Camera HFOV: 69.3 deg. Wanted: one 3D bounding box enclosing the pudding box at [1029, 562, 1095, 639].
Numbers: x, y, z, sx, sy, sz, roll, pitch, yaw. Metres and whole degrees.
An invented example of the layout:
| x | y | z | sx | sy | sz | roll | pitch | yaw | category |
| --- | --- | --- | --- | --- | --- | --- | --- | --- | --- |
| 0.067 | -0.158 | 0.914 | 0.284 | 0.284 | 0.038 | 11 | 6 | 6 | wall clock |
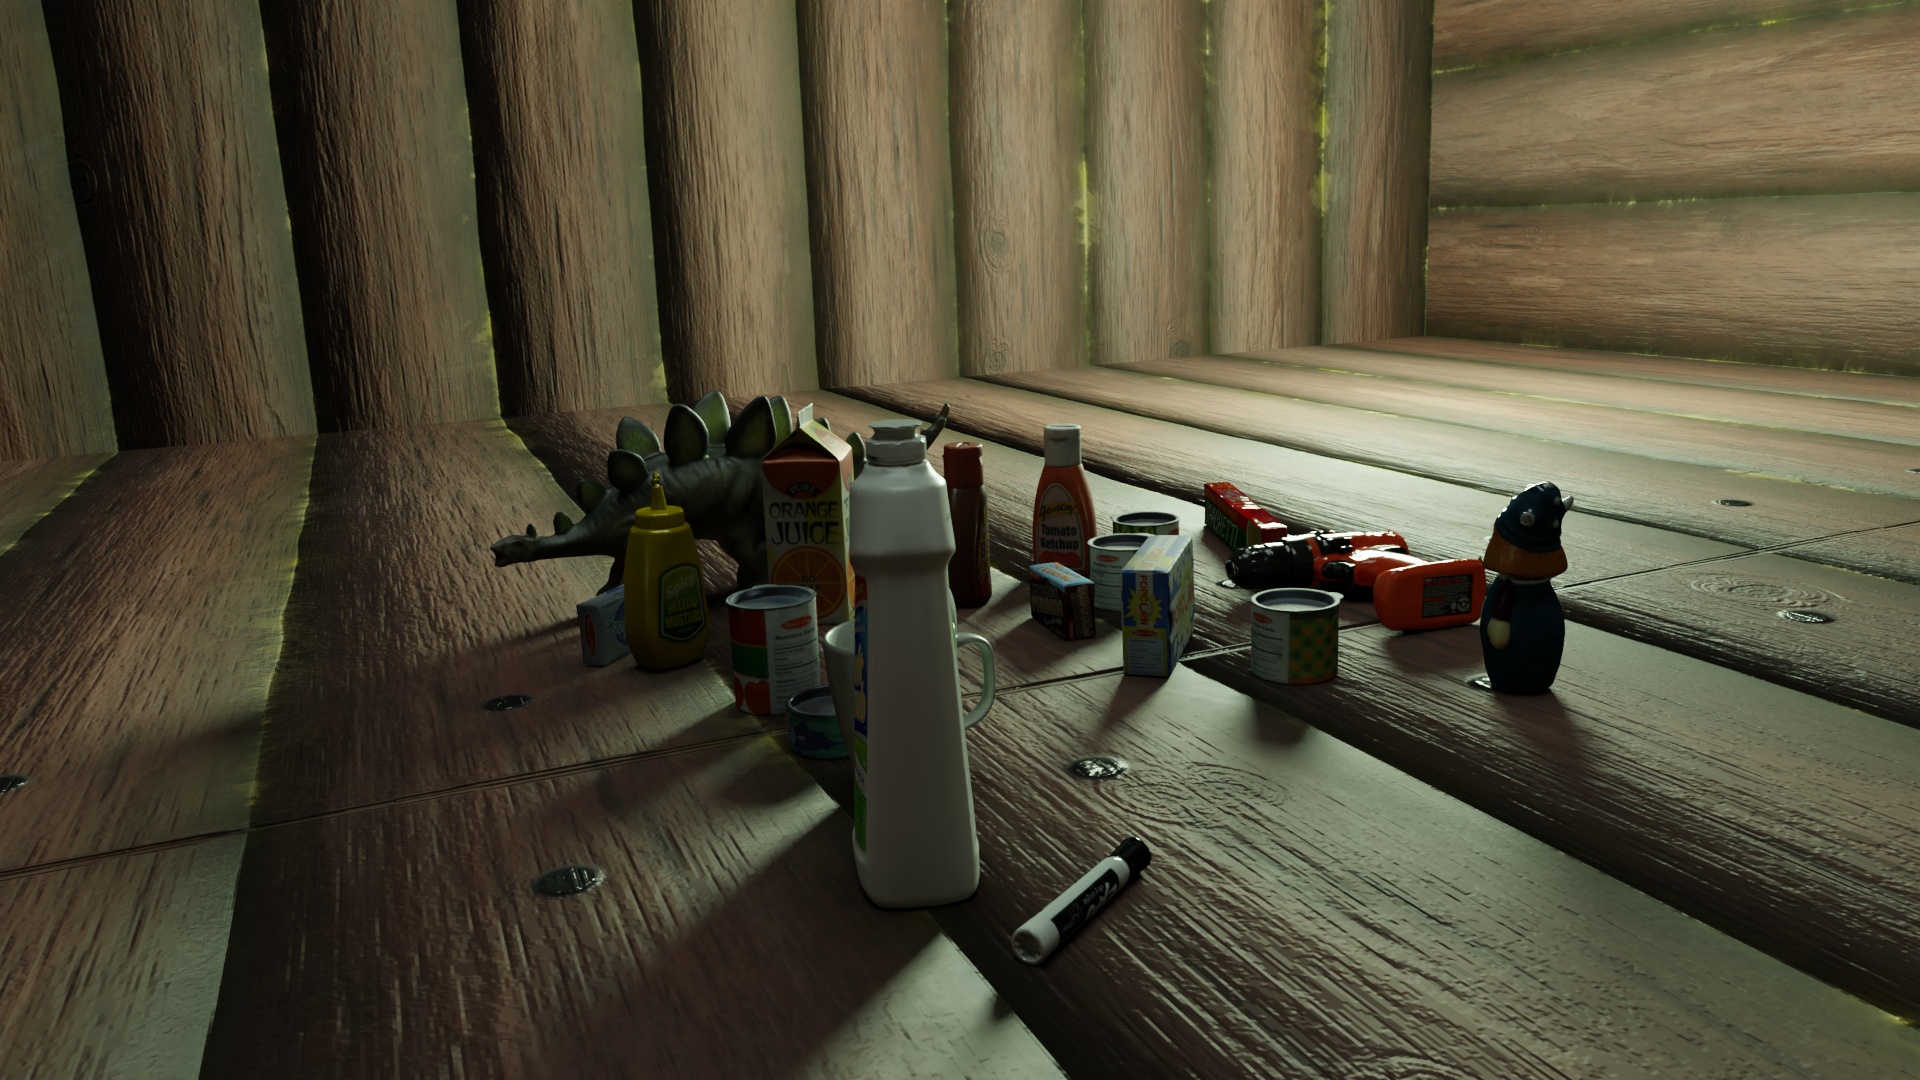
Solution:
| x | y | z | sx | sy | sz | roll | pitch | yaw | category |
| --- | --- | --- | --- | --- | --- | --- | --- | --- | --- |
| 0.088 | 0.051 | 1.202 | 0.030 | 0.049 | 0.084 | -6 | 13 | -17 | pudding box |

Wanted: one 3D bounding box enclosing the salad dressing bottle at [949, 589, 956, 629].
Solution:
| x | y | z | sx | sy | sz | roll | pitch | yaw | category |
| --- | --- | --- | --- | --- | --- | --- | --- | --- | --- |
| -0.036 | 0.031 | 1.097 | 0.064 | 0.147 | 0.044 | 4 | 14 | 27 | salad dressing bottle |

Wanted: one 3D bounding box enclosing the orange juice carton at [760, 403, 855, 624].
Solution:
| x | y | z | sx | sy | sz | roll | pitch | yaw | category |
| --- | --- | --- | --- | --- | --- | --- | --- | --- | --- |
| -0.135 | -0.025 | 1.257 | 0.073 | 0.192 | 0.072 | -1 | 13 | 5 | orange juice carton |

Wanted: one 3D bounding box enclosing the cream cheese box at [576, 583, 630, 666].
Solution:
| x | y | z | sx | sy | sz | roll | pitch | yaw | category |
| --- | --- | --- | --- | --- | --- | --- | --- | --- | --- |
| -0.288 | 0.068 | 1.191 | 0.024 | 0.053 | 0.104 | 2 | 14 | 20 | cream cheese box |

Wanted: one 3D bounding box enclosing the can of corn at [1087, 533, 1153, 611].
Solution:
| x | y | z | sx | sy | sz | roll | pitch | yaw | category |
| --- | --- | --- | --- | --- | --- | --- | --- | --- | --- |
| 0.152 | 0.028 | 1.271 | 0.071 | 0.058 | 0.071 | -2 | 13 | 1 | can of corn |

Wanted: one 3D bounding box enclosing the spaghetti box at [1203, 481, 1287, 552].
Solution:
| x | y | z | sx | sy | sz | roll | pitch | yaw | category |
| --- | --- | --- | --- | --- | --- | --- | --- | --- | --- |
| 0.295 | -0.016 | 1.455 | 0.029 | 0.050 | 0.250 | -3 | 13 | -2 | spaghetti box |

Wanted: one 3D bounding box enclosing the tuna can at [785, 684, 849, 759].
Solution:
| x | y | z | sx | sy | sz | roll | pitch | yaw | category |
| --- | --- | --- | --- | --- | --- | --- | --- | --- | --- |
| -0.084 | 0.124 | 0.955 | 0.071 | 0.032 | 0.071 | -2 | 13 | 1 | tuna can |

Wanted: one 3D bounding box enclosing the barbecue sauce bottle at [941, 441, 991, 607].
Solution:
| x | y | z | sx | sy | sz | roll | pitch | yaw | category |
| --- | --- | --- | --- | --- | --- | --- | --- | --- | --- |
| 0.005 | -0.016 | 1.290 | 0.044 | 0.148 | 0.065 | 0 | 13 | 9 | barbecue sauce bottle |

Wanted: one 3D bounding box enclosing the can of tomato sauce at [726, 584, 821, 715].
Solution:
| x | y | z | sx | sy | sz | roll | pitch | yaw | category |
| --- | --- | --- | --- | --- | --- | --- | --- | --- | --- |
| -0.140 | 0.081 | 1.041 | 0.071 | 0.083 | 0.071 | -2 | 13 | 1 | can of tomato sauce |

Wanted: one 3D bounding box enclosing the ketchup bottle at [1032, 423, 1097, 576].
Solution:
| x | y | z | sx | sy | sz | roll | pitch | yaw | category |
| --- | --- | --- | --- | --- | --- | --- | --- | --- | --- |
| 0.103 | -0.040 | 1.376 | 0.065 | 0.148 | 0.044 | 3 | 14 | 23 | ketchup bottle |

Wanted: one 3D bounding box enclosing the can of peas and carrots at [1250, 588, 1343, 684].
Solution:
| x | y | z | sx | sy | sz | roll | pitch | yaw | category |
| --- | --- | --- | --- | --- | --- | --- | --- | --- | --- |
| 0.257 | 0.072 | 1.061 | 0.071 | 0.058 | 0.071 | -2 | 13 | 1 | can of peas and carrots |

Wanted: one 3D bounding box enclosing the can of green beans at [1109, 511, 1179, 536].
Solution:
| x | y | z | sx | sy | sz | roll | pitch | yaw | category |
| --- | --- | --- | --- | --- | --- | --- | --- | --- | --- |
| 0.182 | 0.006 | 1.364 | 0.071 | 0.057 | 0.071 | -2 | 13 | 1 | can of green beans |

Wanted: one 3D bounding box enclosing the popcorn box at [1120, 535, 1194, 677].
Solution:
| x | y | z | sx | sy | sz | roll | pitch | yaw | category |
| --- | --- | --- | --- | --- | --- | --- | --- | --- | --- |
| 0.160 | 0.050 | 1.117 | 0.038 | 0.085 | 0.127 | 2 | 13 | 18 | popcorn box |

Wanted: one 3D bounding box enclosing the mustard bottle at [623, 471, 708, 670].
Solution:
| x | y | z | sx | sy | sz | roll | pitch | yaw | category |
| --- | --- | --- | --- | --- | --- | --- | --- | --- | --- |
| -0.244 | 0.024 | 1.137 | 0.049 | 0.159 | 0.065 | 8 | 16 | 40 | mustard bottle |
